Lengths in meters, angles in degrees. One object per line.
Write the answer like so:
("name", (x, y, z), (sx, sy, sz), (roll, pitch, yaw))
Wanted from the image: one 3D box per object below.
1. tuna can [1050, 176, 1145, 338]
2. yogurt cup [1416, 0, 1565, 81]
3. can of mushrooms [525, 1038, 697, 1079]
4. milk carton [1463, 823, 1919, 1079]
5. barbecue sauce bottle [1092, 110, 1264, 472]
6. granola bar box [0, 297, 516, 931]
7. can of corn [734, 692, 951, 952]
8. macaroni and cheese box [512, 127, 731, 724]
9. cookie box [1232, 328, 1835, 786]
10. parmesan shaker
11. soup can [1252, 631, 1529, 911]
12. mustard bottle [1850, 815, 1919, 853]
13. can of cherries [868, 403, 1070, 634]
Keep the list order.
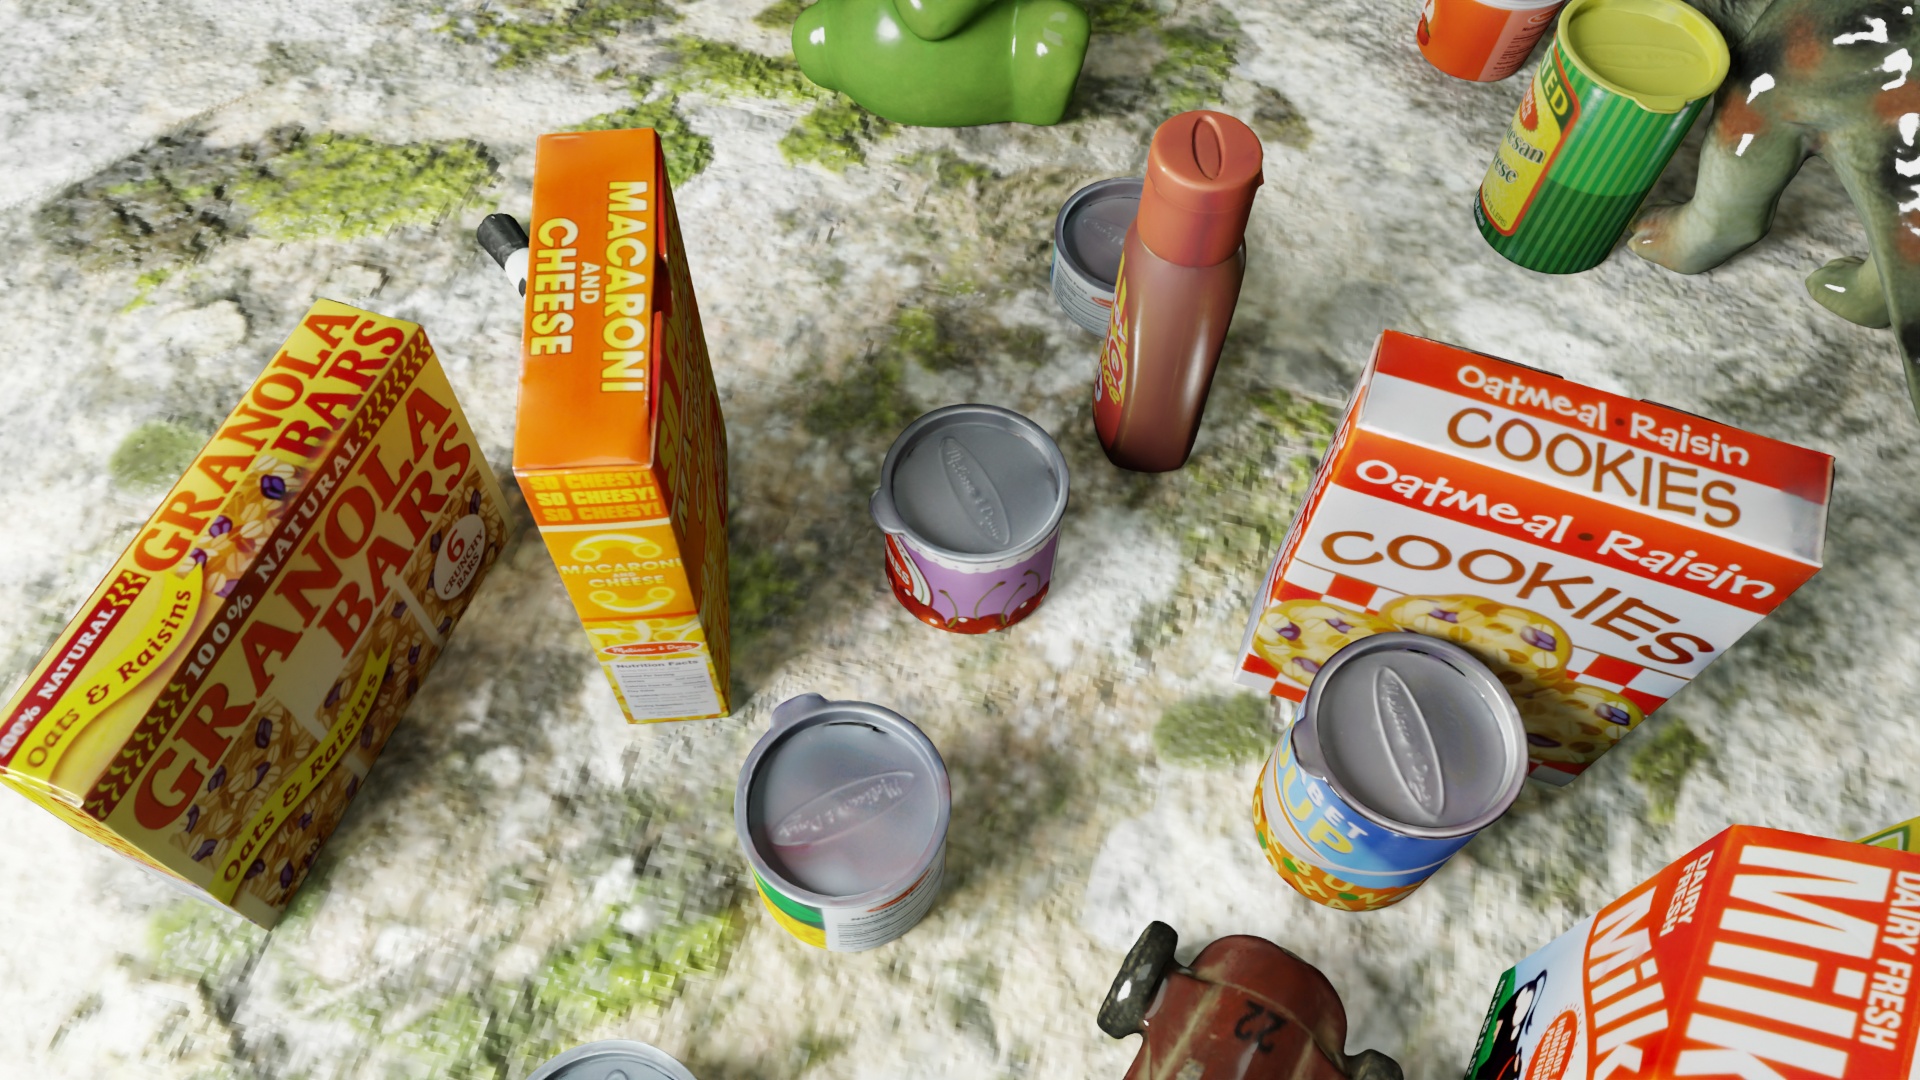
("tuna can", (0.073, -0.121, 0.592), (0.071, 0.032, 0.071), (1, 60, -2))
("yogurt cup", (0.255, -0.260, 0.669), (0.072, 0.053, 0.073), (1, 60, -2))
("can of mushrooms", (-0.099, 0.183, 0.405), (0.071, 0.033, 0.071), (1, 60, -2))
("milk carton", (0.196, 0.136, 0.354), (0.073, 0.189, 0.072), (28, 63, 13))
("barbecue sauce bottle", (0.077, -0.088, 0.506), (0.044, 0.147, 0.065), (2, 60, -1))
("granola bar box", (-0.212, 0.025, 0.442), (0.039, 0.123, 0.166), (18, 61, 8))
("can of corn", (-0.038, 0.091, 0.448), (0.071, 0.058, 0.071), (1, 60, -2))
("macaroni and cheese box", (-0.103, -0.030, 0.454), (0.040, 0.165, 0.124), (-4, 60, -4))
("cookie box", (0.166, 0.013, 0.439), (0.123, 0.166, 0.040), (18, 61, 8))
("parmesan shaker", (0.266, -0.168, 0.586), (0.071, 0.102, 0.071), (1, 60, -2))
("soup can", (0.132, 0.077, 0.448), (0.071, 0.083, 0.071), (1, 60, -2))
("mustard bottle", (0.287, 0.106, 0.393), (0.049, 0.159, 0.065), (23, 62, 11))
("can of cherries", (0.002, -0.006, 0.507), (0.071, 0.058, 0.072), (1, 60, -2))
